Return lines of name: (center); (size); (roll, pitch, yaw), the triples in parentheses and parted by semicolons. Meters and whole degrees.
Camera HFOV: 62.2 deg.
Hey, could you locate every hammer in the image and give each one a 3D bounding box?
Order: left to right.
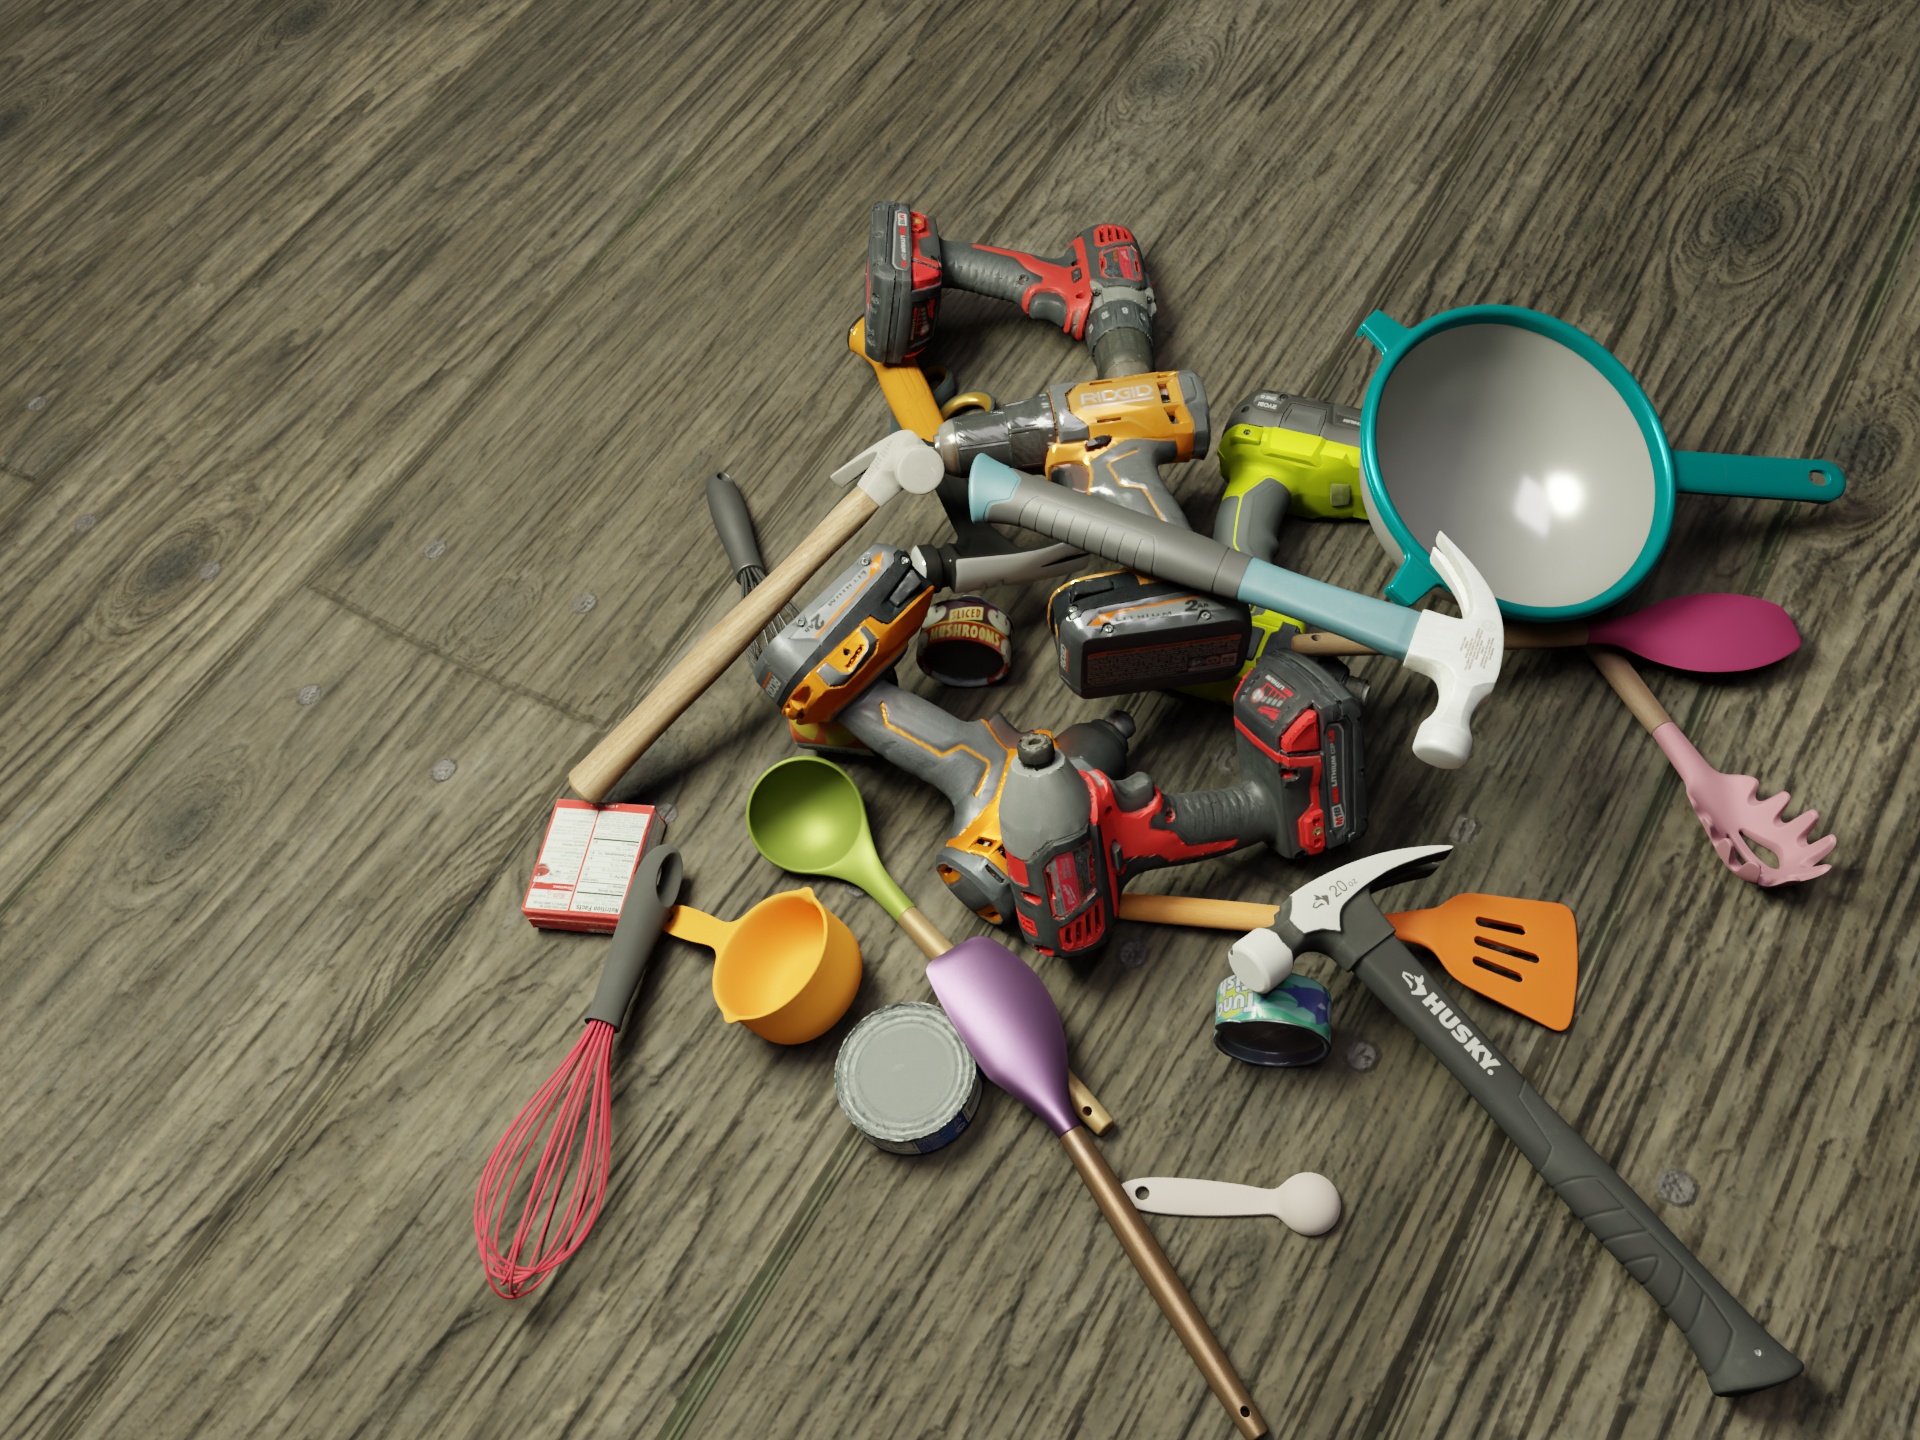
hammer: (-0.142, -0.070, 1.073); (0.331, 0.031, 0.130); (-45, 20, 4)
hammer: (-0.015, -0.212, 1.185); (0.127, 0.034, 0.337); (-10, 45, -15)
hammer: (0.153, -0.087, 0.930); (0.331, 0.033, 0.128); (21, 71, 14)
hammer: (0.305, 0.209, 0.845); (0.146, 0.035, 0.335); (-30, 66, -25)

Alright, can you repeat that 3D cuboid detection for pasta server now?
pasta server: (0.428, -0.020, 0.998); (0.060, 0.040, 0.317); (-16, 54, -10)

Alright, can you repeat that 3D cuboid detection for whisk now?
whisk: (-0.228, 0.206, 0.982); (0.073, 0.073, 0.296); (6, 58, 16)
whisk: (-0.153, -0.110, 1.185); (0.055, 0.055, 0.239); (-22, 51, -2)

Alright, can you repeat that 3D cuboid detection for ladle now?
ladle: (-0.022, 0.137, 0.988); (0.078, 0.062, 0.320); (-49, 61, 5)

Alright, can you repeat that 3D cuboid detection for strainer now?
strainer: (0.400, -0.150, 1.034); (0.340, 0.095, 0.211); (1, 75, -13)

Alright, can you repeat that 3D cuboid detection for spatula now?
spatula: (0.077, 0.252, 0.892); (0.060, 0.018, 0.316); (-27, 62, -12)
spatula: (0.203, 0.126, 0.964); (0.322, 0.041, 0.081); (3, 57, 19)

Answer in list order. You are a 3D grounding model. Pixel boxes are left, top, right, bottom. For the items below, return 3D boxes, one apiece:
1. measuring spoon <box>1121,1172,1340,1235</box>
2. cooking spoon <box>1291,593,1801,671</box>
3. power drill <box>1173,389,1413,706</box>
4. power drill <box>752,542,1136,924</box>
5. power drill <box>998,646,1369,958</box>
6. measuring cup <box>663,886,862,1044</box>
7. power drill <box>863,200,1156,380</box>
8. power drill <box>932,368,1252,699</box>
measuring spoon: (0.148, 0.265, 0.887); (0.124, 0.018, 0.034); (-1, 58, 13)
cooking spoon: (0.369, -0.054, 1.005); (0.319, 0.017, 0.069); (-3, 49, 0)
power drill: (0.220, -0.107, 1.082); (0.171, 0.080, 0.223); (17, 66, 22)
power drill: (-0.002, -0.003, 1.016); (0.226, 0.084, 0.164); (44, 70, 0)
power drill: (0.127, 0.043, 0.946); (0.219, 0.143, 0.079); (-20, 32, -13)
measuring cup: (-0.132, 0.151, 1.013); (0.174, 0.052, 0.095); (9, 62, 47)
power drill: (0.042, -0.317, 1.224); (0.226, 0.080, 0.188); (3, 50, -8)
power drill: (0.084, -0.128, 1.031); (0.185, 0.084, 0.226); (-8, 58, -1)
